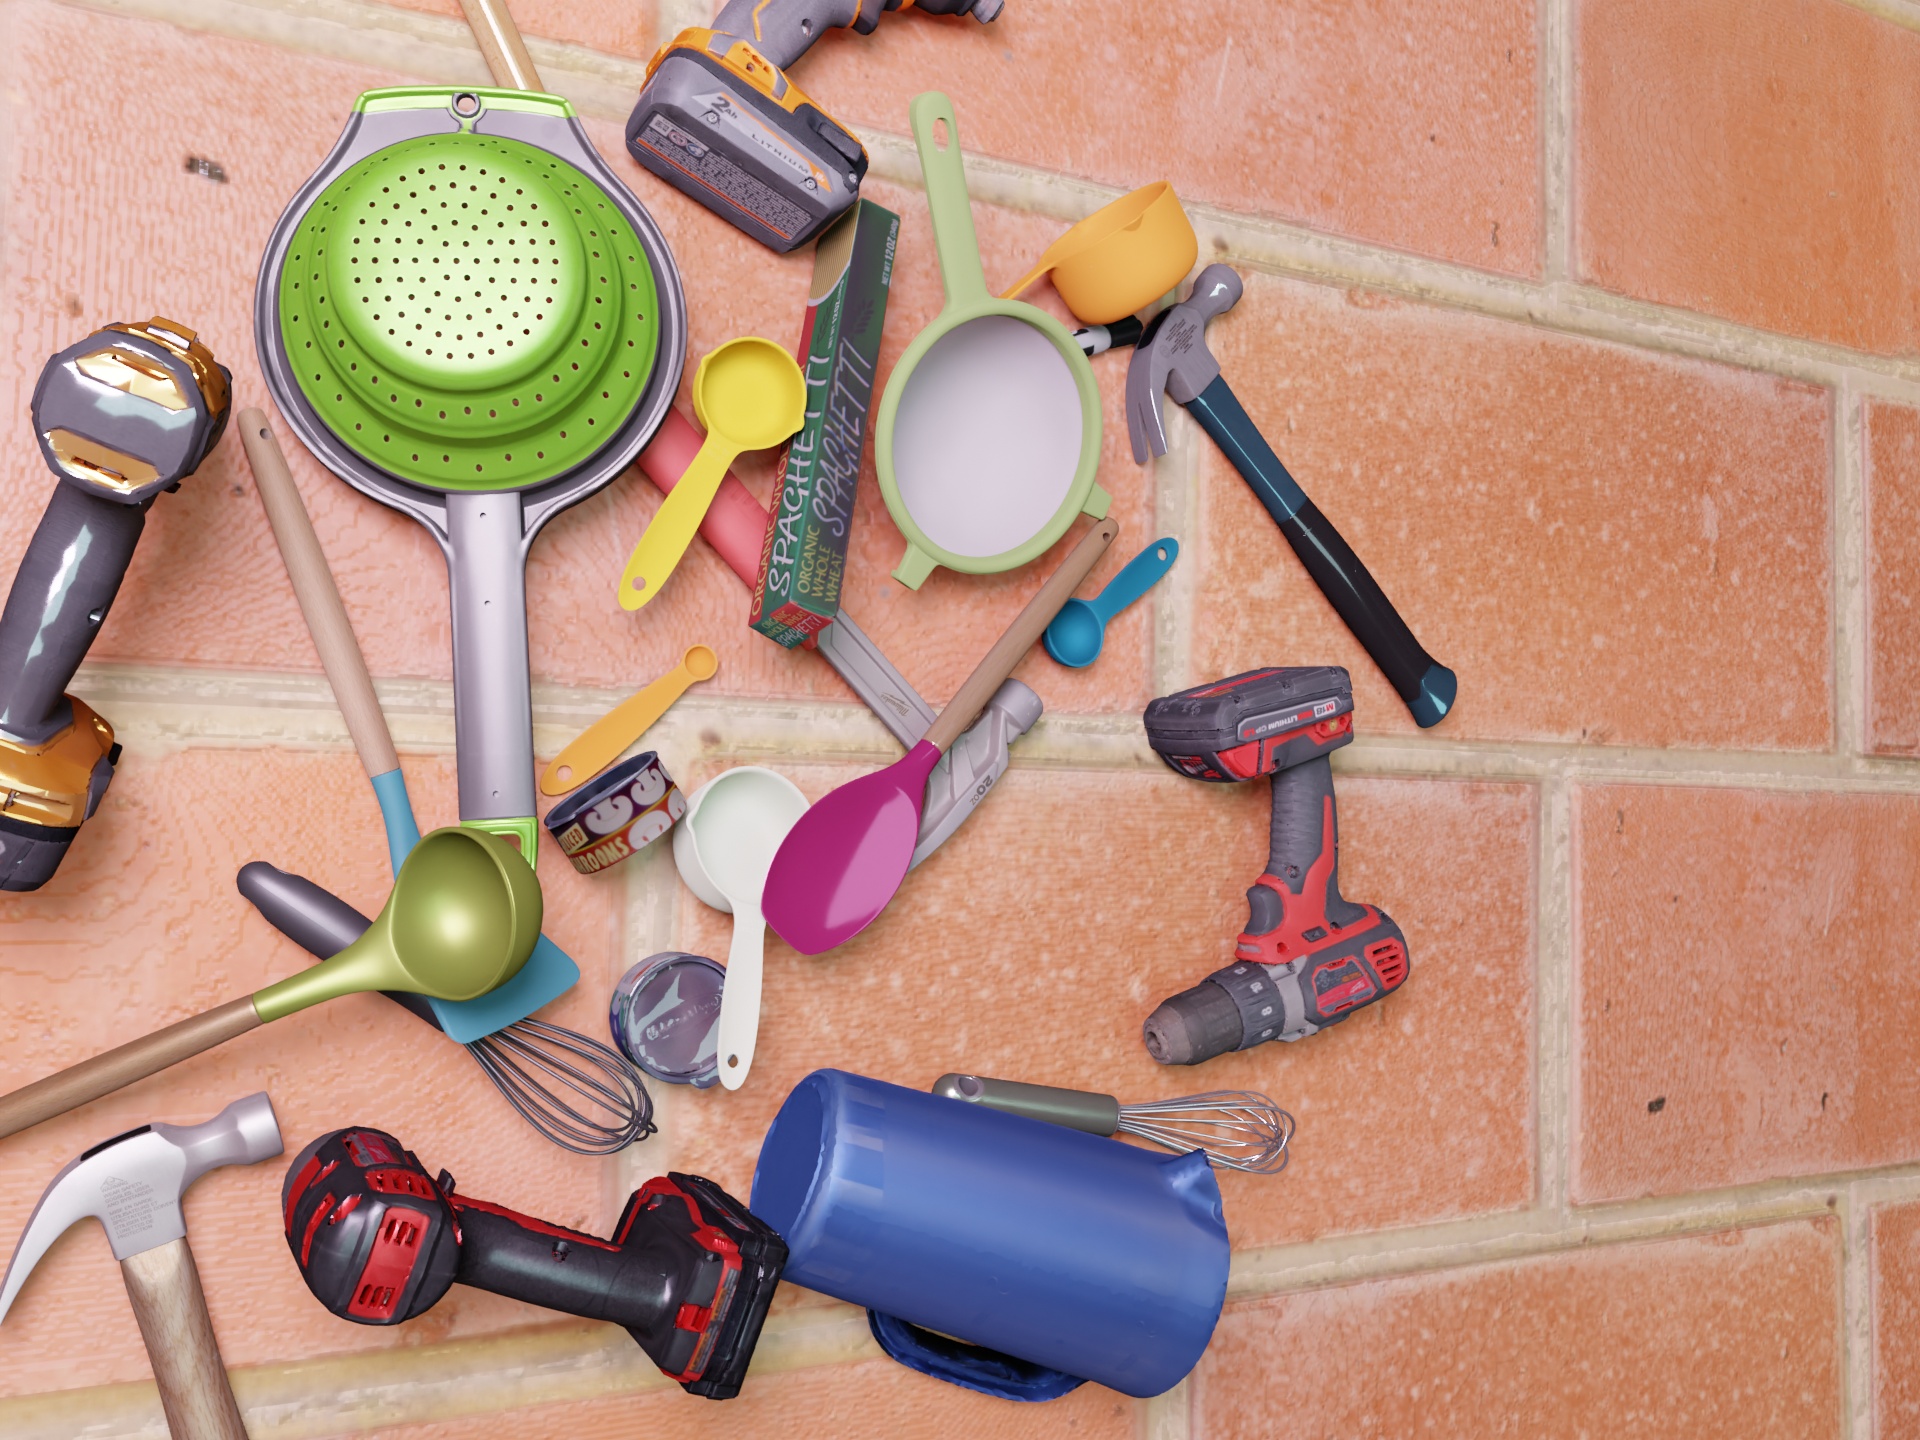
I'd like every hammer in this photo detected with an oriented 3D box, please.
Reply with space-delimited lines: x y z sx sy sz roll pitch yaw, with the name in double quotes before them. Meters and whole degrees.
"hammer" 0.224 -0.128 1.033 0.330 0.033 0.128 49 68 -17
"hammer" -0.110 -0.079 0.860 0.358 0.037 0.149 49 69 -17
"hammer" -0.340 0.347 0.726 0.130 0.031 0.331 -16 95 -27

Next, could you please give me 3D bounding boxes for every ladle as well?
"ladle" -0.334 0.134 0.689 0.320 0.062 0.078 -23 75 -10

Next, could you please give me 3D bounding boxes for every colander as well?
"colander" -0.224 -0.117 0.736 0.204 0.094 0.397 -3 87 -11

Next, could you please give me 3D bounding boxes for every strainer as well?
"strainer" -0.007 -0.209 0.877 0.151 0.069 0.256 -24 115 -27

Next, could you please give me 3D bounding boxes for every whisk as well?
"whisk" -0.263 -0.404 0.799 0.047 0.051 0.245 -25 104 -5
"whisk" -0.247 0.141 0.778 0.238 0.055 0.055 39 72 -15
"whisk" 0.095 0.237 0.948 0.246 0.059 0.058 13 39 -22

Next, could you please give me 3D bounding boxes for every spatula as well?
"spatula" -0.279 -0.002 0.766 0.082 0.044 0.317 -26 99 -53

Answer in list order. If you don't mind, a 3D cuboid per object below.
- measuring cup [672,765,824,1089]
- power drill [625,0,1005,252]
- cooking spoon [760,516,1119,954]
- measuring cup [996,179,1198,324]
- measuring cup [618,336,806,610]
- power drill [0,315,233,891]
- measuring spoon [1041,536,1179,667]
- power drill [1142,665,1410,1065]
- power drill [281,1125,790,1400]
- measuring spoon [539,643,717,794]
"measuring cup" -0.118 0.108 0.827 0.083 0.038 0.168 16 67 -32
"power drill" -0.071 -0.376 0.870 0.164 0.084 0.226 28 72 -24
"cooking spoon" -0.001 -0.003 0.880 0.068 0.017 0.319 47 65 -18
"measuring cup" 0.064 -0.249 0.942 0.173 0.095 0.052 -38 112 -4
"measuring cup" -0.135 -0.126 0.820 0.062 0.029 0.156 32 86 -23
"power drill" -0.372 -0.063 0.672 0.084 0.185 0.226 22 97 -24
"measuring spoon" 0.091 -0.075 0.977 0.128 0.021 0.042 -41 105 -32
"power drill" 0.179 0.092 0.980 0.188 0.080 0.226 -16 98 -26
"power drill" -0.205 0.244 0.746 0.219 0.143 0.078 24 81 -31
"measuring spoon" -0.175 0.000 0.839 0.117 0.011 0.021 -42 106 -18
